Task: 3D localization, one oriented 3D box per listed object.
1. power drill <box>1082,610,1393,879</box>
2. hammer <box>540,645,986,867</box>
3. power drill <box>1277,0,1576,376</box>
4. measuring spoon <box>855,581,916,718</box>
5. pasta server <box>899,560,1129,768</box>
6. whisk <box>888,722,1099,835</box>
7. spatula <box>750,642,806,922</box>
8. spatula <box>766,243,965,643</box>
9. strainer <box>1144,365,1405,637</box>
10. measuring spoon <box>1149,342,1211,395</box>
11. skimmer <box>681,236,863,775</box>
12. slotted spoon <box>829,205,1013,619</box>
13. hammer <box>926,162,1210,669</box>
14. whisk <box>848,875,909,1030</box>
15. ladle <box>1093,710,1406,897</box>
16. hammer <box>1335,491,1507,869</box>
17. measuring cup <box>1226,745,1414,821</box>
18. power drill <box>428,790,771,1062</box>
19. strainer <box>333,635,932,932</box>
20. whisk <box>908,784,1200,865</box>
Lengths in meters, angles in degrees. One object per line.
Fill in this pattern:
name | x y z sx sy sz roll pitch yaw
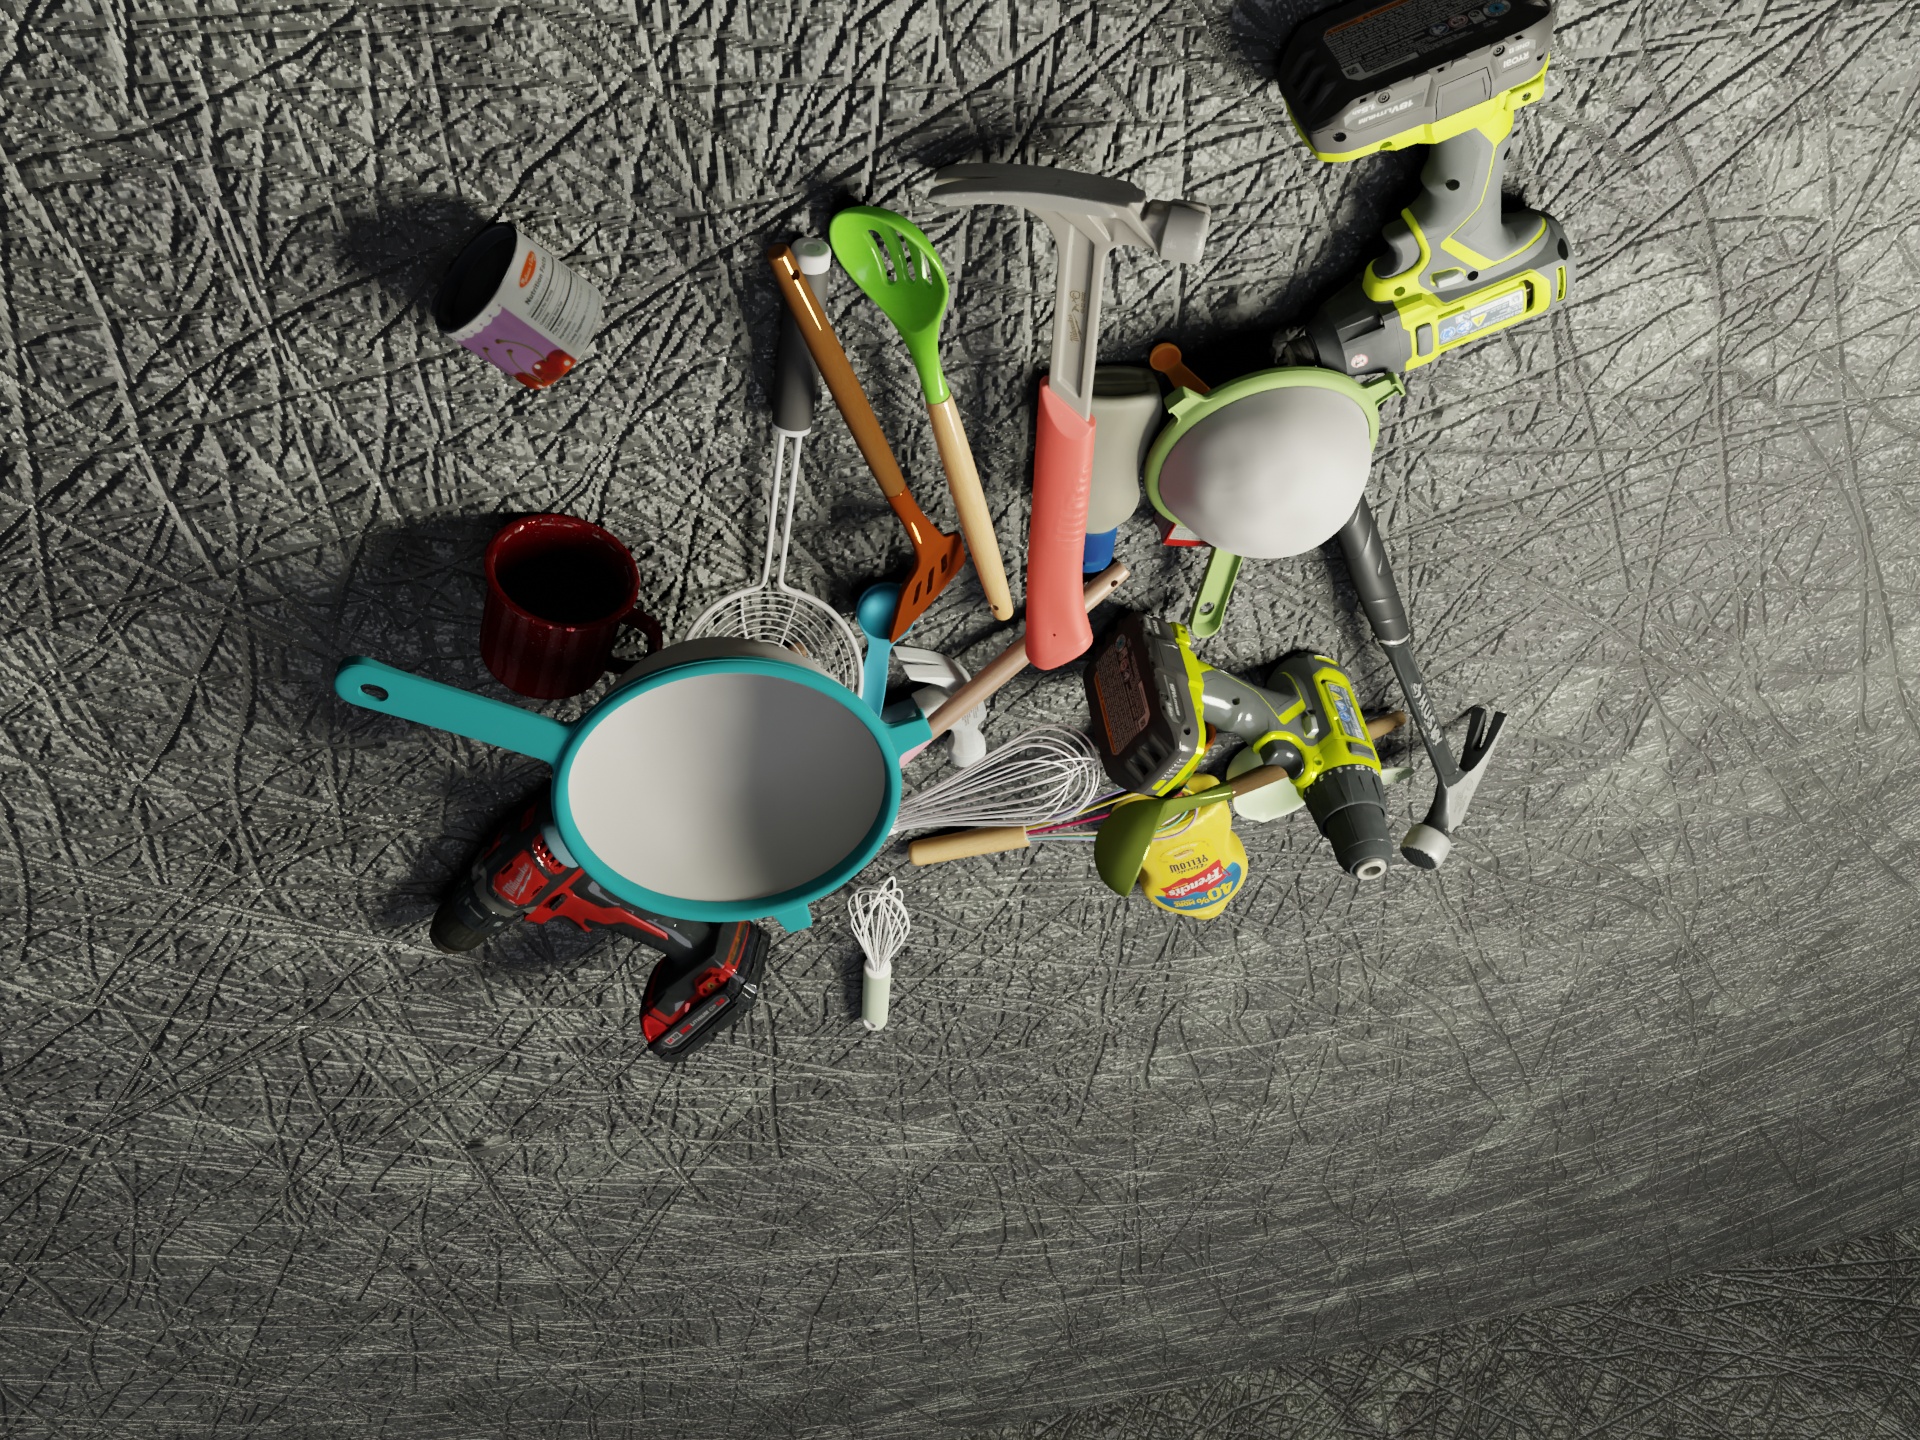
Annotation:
power drill | 0.214 0.018 1.170 0.228 0.191 0.080 15 135 -26
hammer | -0.137 0.035 1.149 0.331 0.033 0.128 -20 141 -12
power drill | 0.256 -0.294 0.898 0.171 0.080 0.223 -21 144 6
measuring spoon | -0.061 -0.036 1.103 0.042 0.021 0.128 9 106 -14
pasta server | -0.002 -0.004 1.135 0.316 0.040 0.060 -40 131 7
whisk | -0.029 0.065 1.179 0.284 0.070 0.070 -17 143 21
spatula | -0.163 0.062 1.207 0.082 0.044 0.317 3 137 -25
spatula | -0.054 -0.157 0.949 0.081 0.041 0.322 -49 145 -16
strainer | 0.190 -0.116 1.035 0.151 0.069 0.256 -6 147 -10
measuring spoon | 0.153 -0.208 1.019 0.021 0.011 0.116 -28 144 24
skimmer | -0.107 -0.114 0.975 0.127 0.090 0.363 2 138 -12
slotted spoon | -0.009 -0.174 0.953 0.070 0.031 0.313 16 146 30
hammer | 0.054 -0.165 0.967 0.149 0.037 0.358 11 140 8
whisk | -0.074 0.216 1.425 0.058 0.059 0.246 22 145 11
ladle | 0.238 0.056 1.251 0.320 0.062 0.078 -20 150 -25
hammer | 0.336 -0.055 1.205 0.149 0.036 0.408 -55 136 -20
measuring cup | 0.303 0.042 1.347 0.167 0.038 0.083 -6 140 -15
power drill | -0.281 0.167 1.227 0.226 0.080 0.188 40 119 -21
strainer | -0.202 0.003 0.973 0.340 0.095 0.211 19 123 -23
whisk | 0.074 0.085 1.300 0.245 0.051 0.047 -11 165 12
